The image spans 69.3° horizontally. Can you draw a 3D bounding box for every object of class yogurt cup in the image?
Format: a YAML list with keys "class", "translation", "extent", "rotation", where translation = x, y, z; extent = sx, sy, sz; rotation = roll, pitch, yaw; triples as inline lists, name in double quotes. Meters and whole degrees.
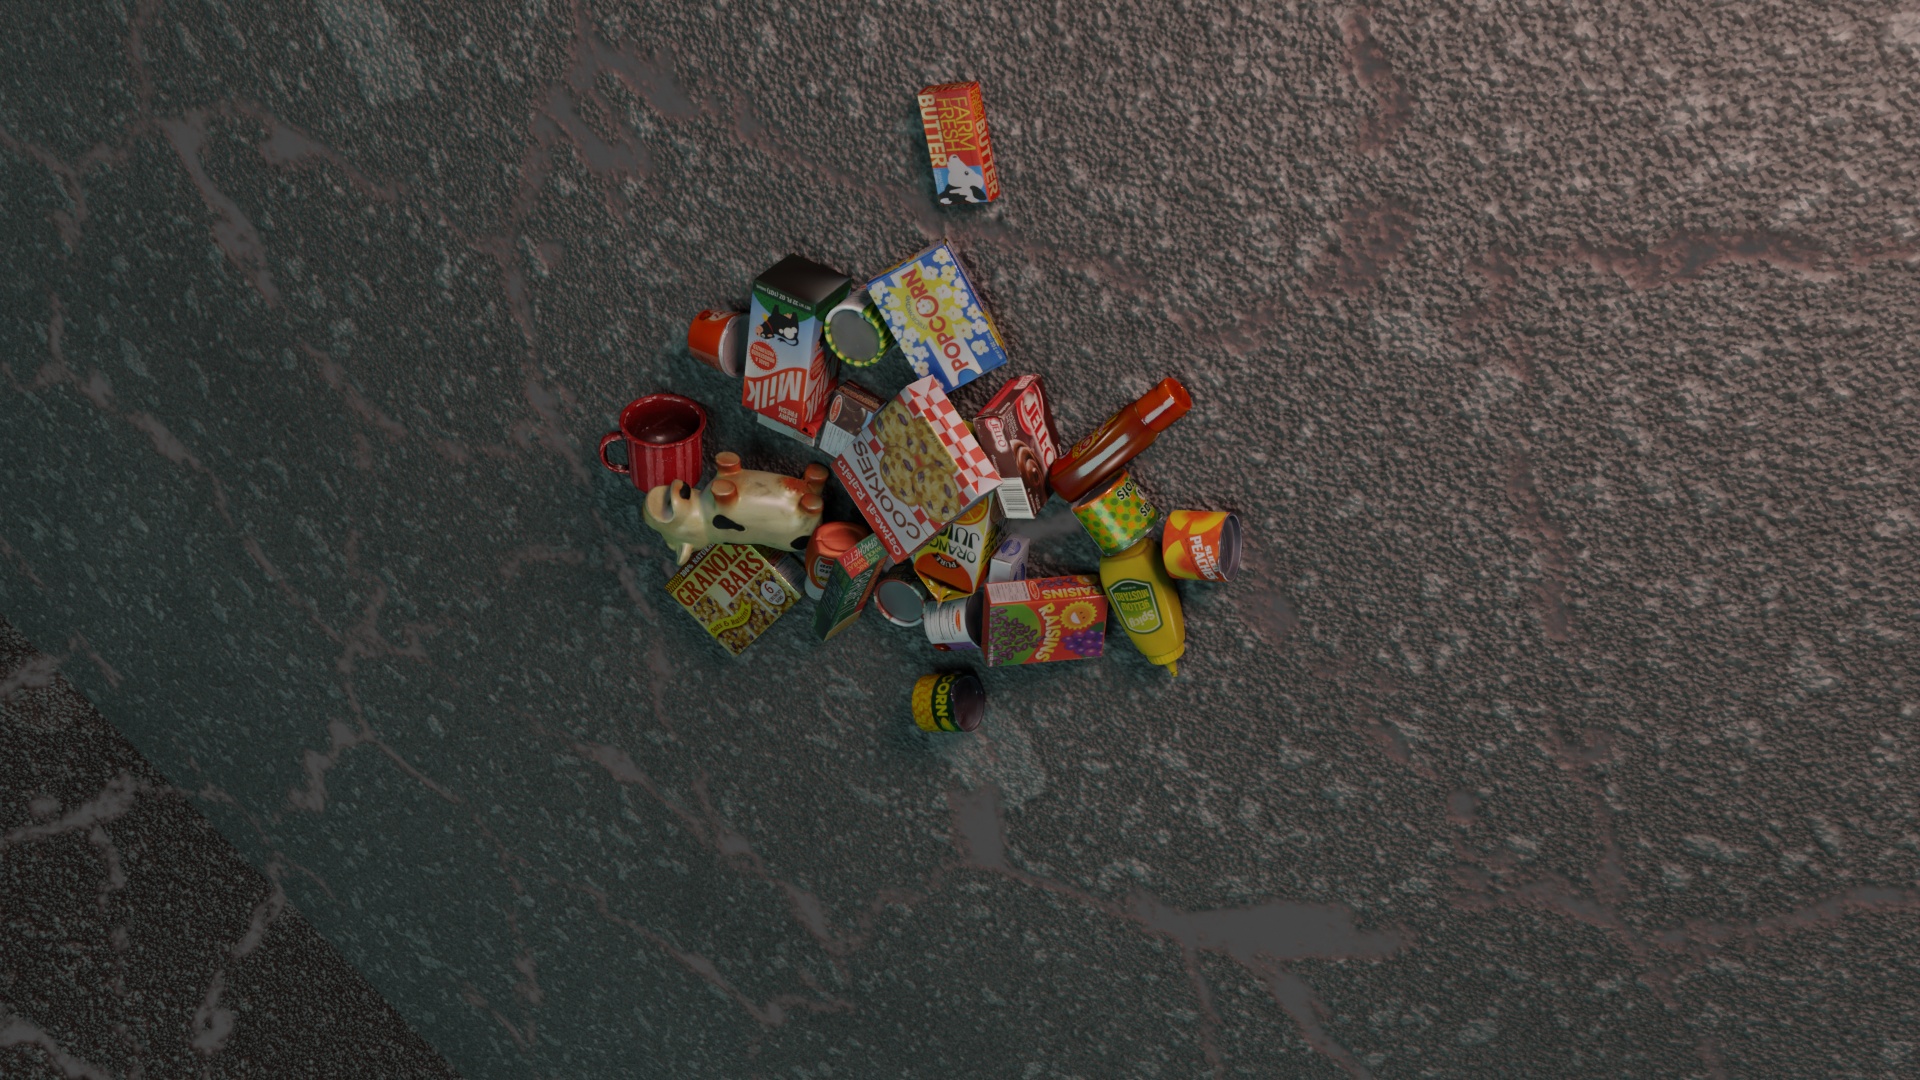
- class: "yogurt cup"
  translation: [-0.244, -0.207, 1.434]
  extent: [0.054, 0.073, 0.072]
  rotation: [19, 129, 27]

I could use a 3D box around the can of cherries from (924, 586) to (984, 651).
- class: "can of cherries"
  translation: [0.005, 0.086, 1.494]
  extent: [0.058, 0.072, 0.071]
  rotation: [-9, 117, 37]

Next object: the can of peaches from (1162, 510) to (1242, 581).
- class: "can of peaches"
  translation: [0.227, 0.006, 1.309]
  extent: [0.058, 0.071, 0.071]
  rotation: [3, 123, 29]

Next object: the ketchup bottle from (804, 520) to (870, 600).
- class: "ketchup bottle"
  translation: [-0.142, 0.024, 1.520]
  extent: [0.065, 0.043, 0.148]
  rotation: [0, 159, -16]

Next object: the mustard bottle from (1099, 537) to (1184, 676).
- class: "mustard bottle"
  translation: [0.191, 0.074, 1.391]
  extent: [0.065, 0.049, 0.159]
  rotation: [-11, 115, 33]

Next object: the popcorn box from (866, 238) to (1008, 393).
- class: "popcorn box"
  translation: [-0.021, -0.207, 1.303]
  extent: [0.085, 0.038, 0.126]
  rotation: [-26, 108, 13]

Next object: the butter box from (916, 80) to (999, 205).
- class: "butter box"
  translation: [-0.001, -0.349, 1.224]
  extent: [0.053, 0.024, 0.103]
  rotation: [4, 123, 28]

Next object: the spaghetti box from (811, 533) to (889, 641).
- class: "spaghetti box"
  translation: [-0.121, 0.054, 1.481]
  extent: [0.029, 0.050, 0.249]
  rotation: [53, 159, 8]

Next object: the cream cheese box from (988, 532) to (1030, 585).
- class: "cream cheese box"
  translation: [0.048, 0.047, 1.450]
  extent: [0.024, 0.054, 0.103]
  rotation: [17, 128, 17]

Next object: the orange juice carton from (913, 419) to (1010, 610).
- class: "orange juice carton"
  translation: [0.005, -0.018, 1.417]
  extent: [0.073, 0.072, 0.191]
  rotation: [22, 129, 16]

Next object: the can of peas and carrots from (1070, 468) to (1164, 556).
- class: "can of peas and carrots"
  translation: [0.150, -0.029, 1.333]
  extent: [0.070, 0.071, 0.058]
  rotation: [-29, 104, 40]

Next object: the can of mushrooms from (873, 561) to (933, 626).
- class: "can of mushrooms"
  translation: [-0.061, 0.059, 1.534]
  extent: [0.071, 0.034, 0.070]
  rotation: [15, 128, 21]

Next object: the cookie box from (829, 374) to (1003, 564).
- class: "cookie box"
  translation: [-0.045, -0.065, 1.339]
  extent: [0.123, 0.040, 0.166]
  rotation: [57, 141, 4]

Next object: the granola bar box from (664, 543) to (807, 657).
- class: "granola bar box"
  translation: [-0.261, 0.050, 1.636]
  extent: [0.124, 0.039, 0.164]
  rotation: [46, 132, -5]

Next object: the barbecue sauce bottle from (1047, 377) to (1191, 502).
- class: "barbecue sauce bottle"
  translation: [0.149, -0.095, 1.293]
  extent: [0.043, 0.065, 0.148]
  rotation: [46, 123, -9]

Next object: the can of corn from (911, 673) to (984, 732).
- class: "can of corn"
  translation: [-0.015, 0.182, 1.570]
  extent: [0.058, 0.071, 0.071]
  rotation: [-4, 119, 32]

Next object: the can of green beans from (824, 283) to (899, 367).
- class: "can of green beans"
  translation: [-0.090, -0.209, 1.348]
  extent: [0.071, 0.058, 0.071]
  rotation: [15, 128, 20]

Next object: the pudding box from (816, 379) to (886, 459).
- class: "pudding box"
  translation: [-0.113, -0.119, 1.442]
  extent: [0.050, 0.030, 0.083]
  rotation: [30, 131, 9]

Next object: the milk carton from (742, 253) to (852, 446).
- class: "milk carton"
  translation: [-0.168, -0.182, 1.400]
  extent: [0.072, 0.074, 0.189]
  rotation: [25, 131, 13]

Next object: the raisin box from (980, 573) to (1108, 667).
- class: "raisin box"
  translation: [0.085, 0.082, 1.423]
  extent: [0.123, 0.040, 0.085]
  rotation: [-4, 126, -8]
